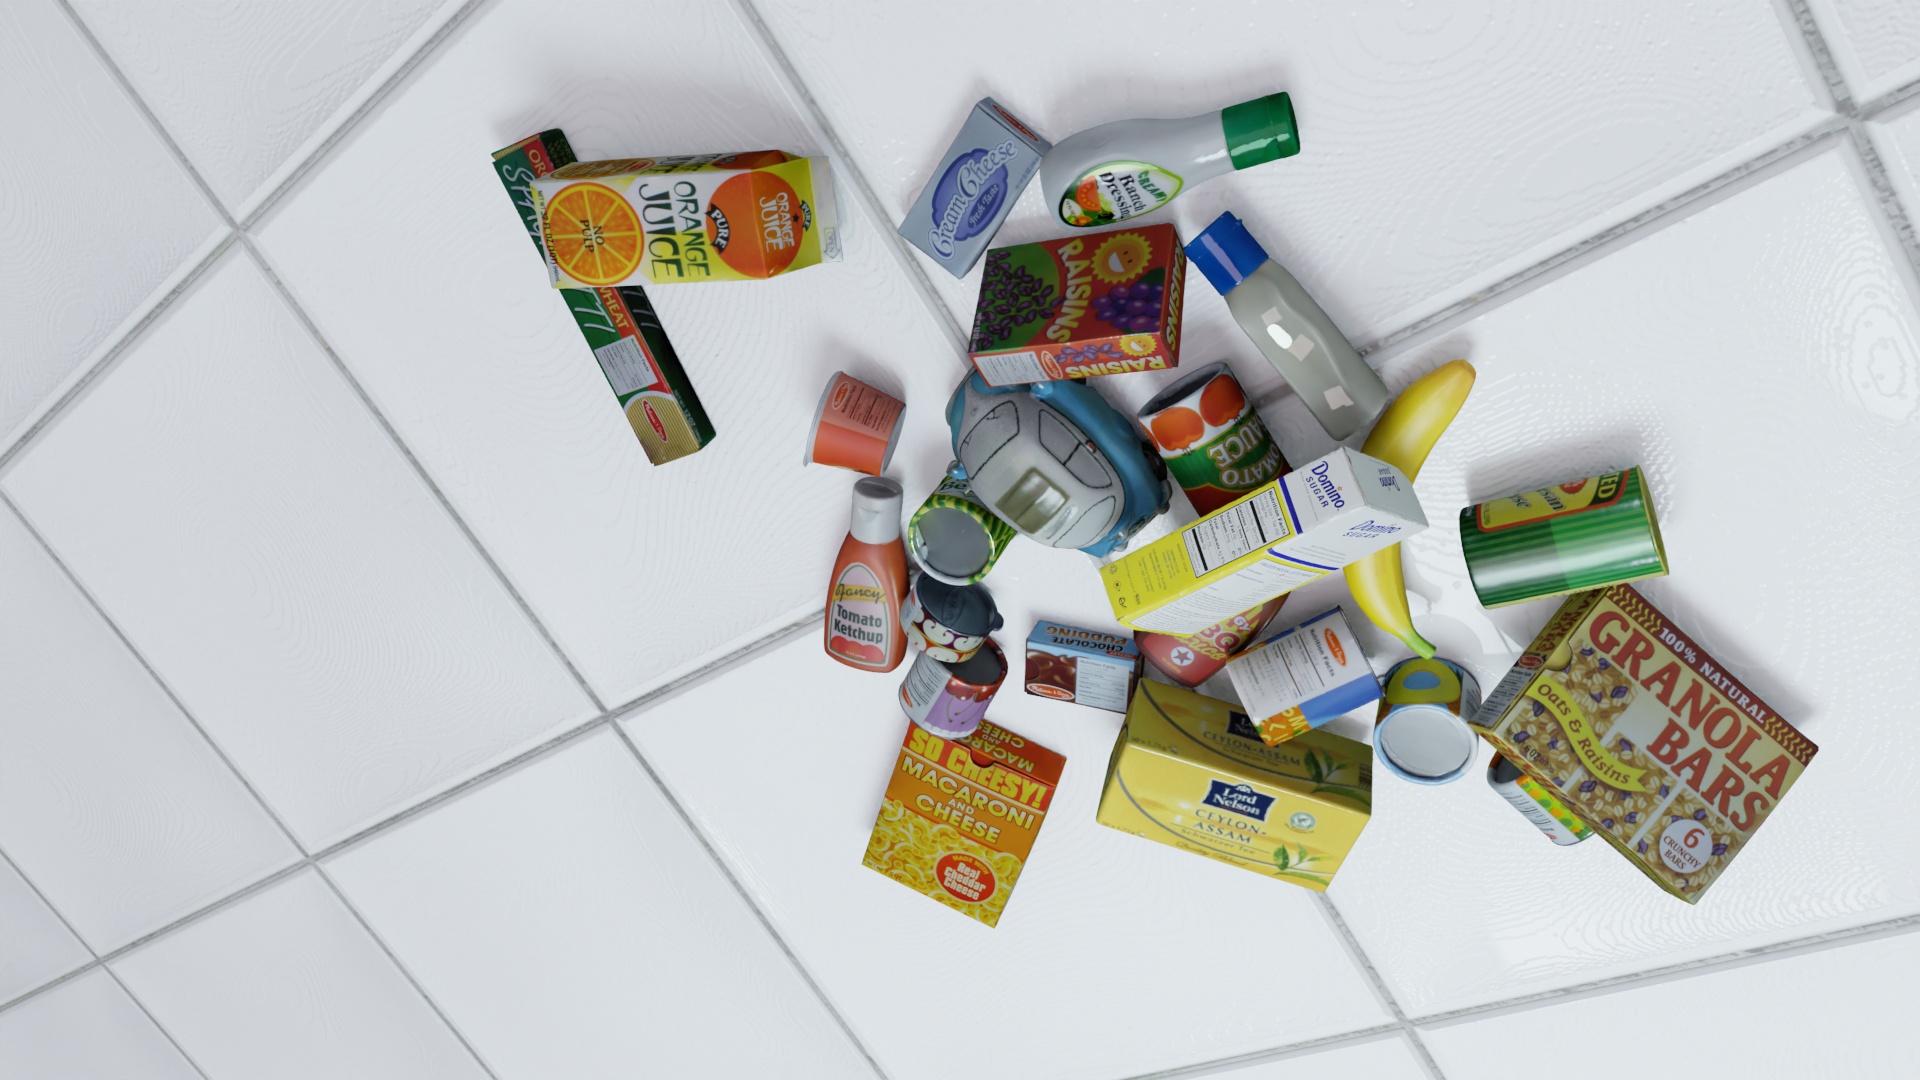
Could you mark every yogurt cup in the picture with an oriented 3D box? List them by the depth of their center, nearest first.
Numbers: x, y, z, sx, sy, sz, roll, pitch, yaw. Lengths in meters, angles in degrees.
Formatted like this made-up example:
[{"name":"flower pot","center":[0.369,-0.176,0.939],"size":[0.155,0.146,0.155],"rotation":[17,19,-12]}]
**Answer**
[{"name":"yogurt cup","center":[-0.071,-0.078,0.965],"size":[0.054,0.073,0.072],"rotation":[19,123,2]}]

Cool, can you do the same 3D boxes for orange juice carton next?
[{"name":"orange juice carton","center":[-0.175,-0.214,0.917],"size":[0.193,0.073,0.071],"rotation":[-1,116,9]}]

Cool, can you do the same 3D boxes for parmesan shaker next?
[{"name":"parmesan shaker","center":[0.357,0.000,0.825],"size":[0.103,0.072,0.071],"rotation":[-15,110,28]}]

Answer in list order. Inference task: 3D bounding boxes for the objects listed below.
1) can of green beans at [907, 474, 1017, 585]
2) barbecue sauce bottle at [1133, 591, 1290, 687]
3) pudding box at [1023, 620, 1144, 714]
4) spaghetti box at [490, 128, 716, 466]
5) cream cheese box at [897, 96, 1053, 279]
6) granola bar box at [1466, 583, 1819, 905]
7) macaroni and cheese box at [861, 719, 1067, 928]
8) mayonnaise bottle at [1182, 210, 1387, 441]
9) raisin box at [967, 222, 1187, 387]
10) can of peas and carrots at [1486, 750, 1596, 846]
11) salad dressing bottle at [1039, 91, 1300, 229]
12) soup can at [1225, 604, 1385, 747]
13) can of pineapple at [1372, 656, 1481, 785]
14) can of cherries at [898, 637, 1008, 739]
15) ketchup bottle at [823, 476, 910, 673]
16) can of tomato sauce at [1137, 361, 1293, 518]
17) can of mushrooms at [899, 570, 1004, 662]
[{"name":"can of green beans","center":[0.003,-0.010,0.973],"size":[0.071,0.058,0.071],"rotation":[10,120,17]},{"name":"barbecue sauce bottle","center":[0.186,0.037,0.932],"size":[0.065,0.044,0.148],"rotation":[38,124,-10]},{"name":"pudding box","center":[0.090,0.092,1.009],"size":[0.084,0.030,0.049],"rotation":[10,121,17]},{"name":"spaghetti box","center":[-0.257,-0.174,1.010],"size":[0.050,0.029,0.249],"rotation":[-15,110,28]},{"name":"cream cheese box","center":[0.008,-0.221,0.878],"size":[0.053,0.024,0.103],"rotation":[38,124,0]},{"name":"granola bar box","center":[0.416,0.120,0.847],"size":[0.165,0.039,0.124],"rotation":[40,87,-2]},{"name":"macaroni and cheese box","center":[0.001,0.219,1.108],"size":[0.124,0.040,0.165],"rotation":[24,123,8]},{"name":"mayonnaise bottle","center":[0.194,-0.130,0.831],"size":[0.041,0.065,0.148],"rotation":[-40,93,31]},{"name":"raisin box","center":[0.073,-0.143,0.854],"size":[0.123,0.086,0.040],"rotation":[-4,149,24]},{"name":"can of peas and carrots","center":[0.388,0.152,0.899],"size":[0.059,0.071,0.070],"rotation":[41,124,-2]},{"name":"salad dressing bottle","center":[0.122,-0.224,0.814],"size":[0.147,0.044,0.064],"rotation":[-12,150,21]},{"name":"soup can","center":[0.228,0.091,0.918],"size":[0.083,0.071,0.071],"rotation":[-27,105,12]},{"name":"can of pineapple","center":[0.307,0.119,0.918],"size":[0.071,0.058,0.070],"rotation":[10,120,18]},{"name":"can of cherries","center":[-0.003,0.104,1.035],"size":[0.071,0.072,0.058],"rotation":[31,123,5]},{"name":"ketchup bottle","center":[-0.066,0.025,1.030],"size":[0.065,0.044,0.148],"rotation":[15,121,15]},{"name":"can of tomato sauce","center":[0.161,-0.061,0.875],"size":[0.071,0.071,0.083],"rotation":[-27,104,31]},{"name":"can of mushrooms","center":[-0.007,0.055,1.008],"size":[0.071,0.071,0.033],"rotation":[34,125,2]}]
